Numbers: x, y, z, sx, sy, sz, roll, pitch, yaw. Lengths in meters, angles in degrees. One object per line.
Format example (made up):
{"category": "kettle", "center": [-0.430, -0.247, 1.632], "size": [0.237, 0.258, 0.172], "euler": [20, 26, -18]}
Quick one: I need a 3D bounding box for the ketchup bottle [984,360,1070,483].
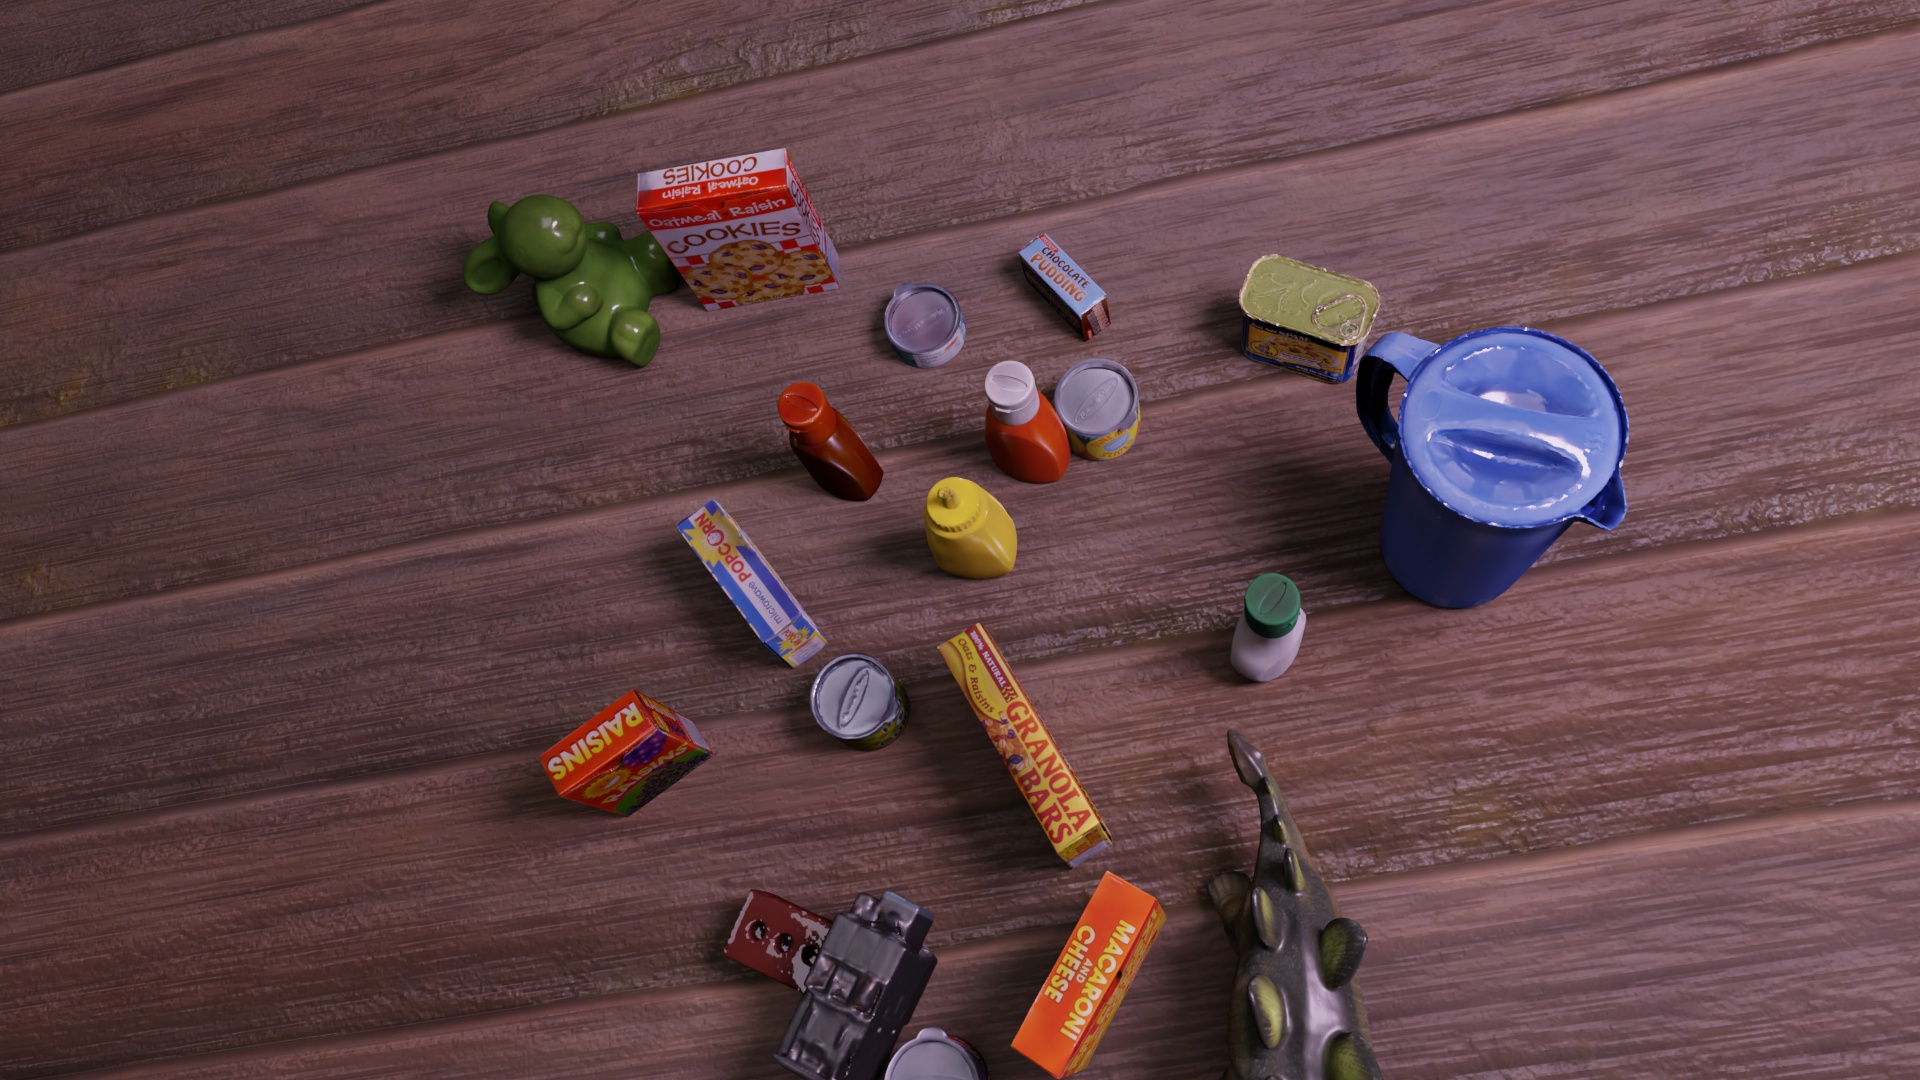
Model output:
{"category": "ketchup bottle", "center": [0.047, -0.090, 1.069], "size": [0.065, 0.148, 0.043], "euler": [15, 75, 14]}

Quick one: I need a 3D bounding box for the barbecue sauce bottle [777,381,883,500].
{"category": "barbecue sauce bottle", "center": [-0.106, -0.077, 1.091], "size": [0.065, 0.148, 0.044], "euler": [23, 77, 16]}

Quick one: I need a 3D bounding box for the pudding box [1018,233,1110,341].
{"category": "pudding box", "center": [0.087, -0.211, 1.157], "size": [0.030, 0.049, 0.084], "euler": [-39, 69, -4]}

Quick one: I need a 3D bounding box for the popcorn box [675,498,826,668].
{"category": "popcorn box", "center": [-0.163, 0.035, 1.096], "size": [0.038, 0.085, 0.127], "euler": [-39, 69, -4]}

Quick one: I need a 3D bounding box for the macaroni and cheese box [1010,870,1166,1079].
{"category": "macaroni and cheese box", "center": [0.090, 0.289, 0.921], "size": [0.040, 0.166, 0.124], "euler": [28, 78, 17]}

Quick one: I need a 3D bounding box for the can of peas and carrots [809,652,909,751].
{"category": "can of peas and carrots", "center": [-0.074, 0.125, 1.064], "size": [0.071, 0.058, 0.071], "euler": [-3, 71, 9]}

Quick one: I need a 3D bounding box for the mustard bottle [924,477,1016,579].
{"category": "mustard bottle", "center": [0.004, -0.013, 1.044], "size": [0.065, 0.160, 0.049], "euler": [-1, 72, 10]}

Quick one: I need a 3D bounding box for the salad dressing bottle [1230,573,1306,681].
{"category": "salad dressing bottle", "center": [0.220, 0.061, 0.988], "size": [0.044, 0.147, 0.064], "euler": [37, 81, 19]}

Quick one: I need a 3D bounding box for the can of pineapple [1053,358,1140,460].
{"category": "can of pineapple", "center": [0.111, -0.102, 1.111], "size": [0.071, 0.057, 0.071], "euler": [-3, 71, 9]}

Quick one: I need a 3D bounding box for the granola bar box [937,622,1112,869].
{"category": "granola bar box", "center": [0.049, 0.149, 0.999], "size": [0.039, 0.124, 0.166], "euler": [-31, 69, -1]}

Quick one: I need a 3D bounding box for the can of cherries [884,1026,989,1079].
{"category": "can of cherries", "center": [-0.015, 0.376, 0.967], "size": [0.071, 0.058, 0.071], "euler": [-3, 71, 9]}

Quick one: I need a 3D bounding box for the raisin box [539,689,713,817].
{"category": "raisin box", "center": [-0.249, 0.163, 1.046], "size": [0.086, 0.123, 0.040], "euler": [-35, 69, -3]}

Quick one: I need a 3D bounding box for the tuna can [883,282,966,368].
{"category": "tuna can", "center": [-0.031, -0.183, 1.177], "size": [0.071, 0.032, 0.071], "euler": [-3, 71, 9]}

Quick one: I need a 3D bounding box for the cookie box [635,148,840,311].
{"category": "cookie box", "center": [-0.180, -0.254, 1.155], "size": [0.123, 0.167, 0.040], "euler": [-8, 71, 7]}
